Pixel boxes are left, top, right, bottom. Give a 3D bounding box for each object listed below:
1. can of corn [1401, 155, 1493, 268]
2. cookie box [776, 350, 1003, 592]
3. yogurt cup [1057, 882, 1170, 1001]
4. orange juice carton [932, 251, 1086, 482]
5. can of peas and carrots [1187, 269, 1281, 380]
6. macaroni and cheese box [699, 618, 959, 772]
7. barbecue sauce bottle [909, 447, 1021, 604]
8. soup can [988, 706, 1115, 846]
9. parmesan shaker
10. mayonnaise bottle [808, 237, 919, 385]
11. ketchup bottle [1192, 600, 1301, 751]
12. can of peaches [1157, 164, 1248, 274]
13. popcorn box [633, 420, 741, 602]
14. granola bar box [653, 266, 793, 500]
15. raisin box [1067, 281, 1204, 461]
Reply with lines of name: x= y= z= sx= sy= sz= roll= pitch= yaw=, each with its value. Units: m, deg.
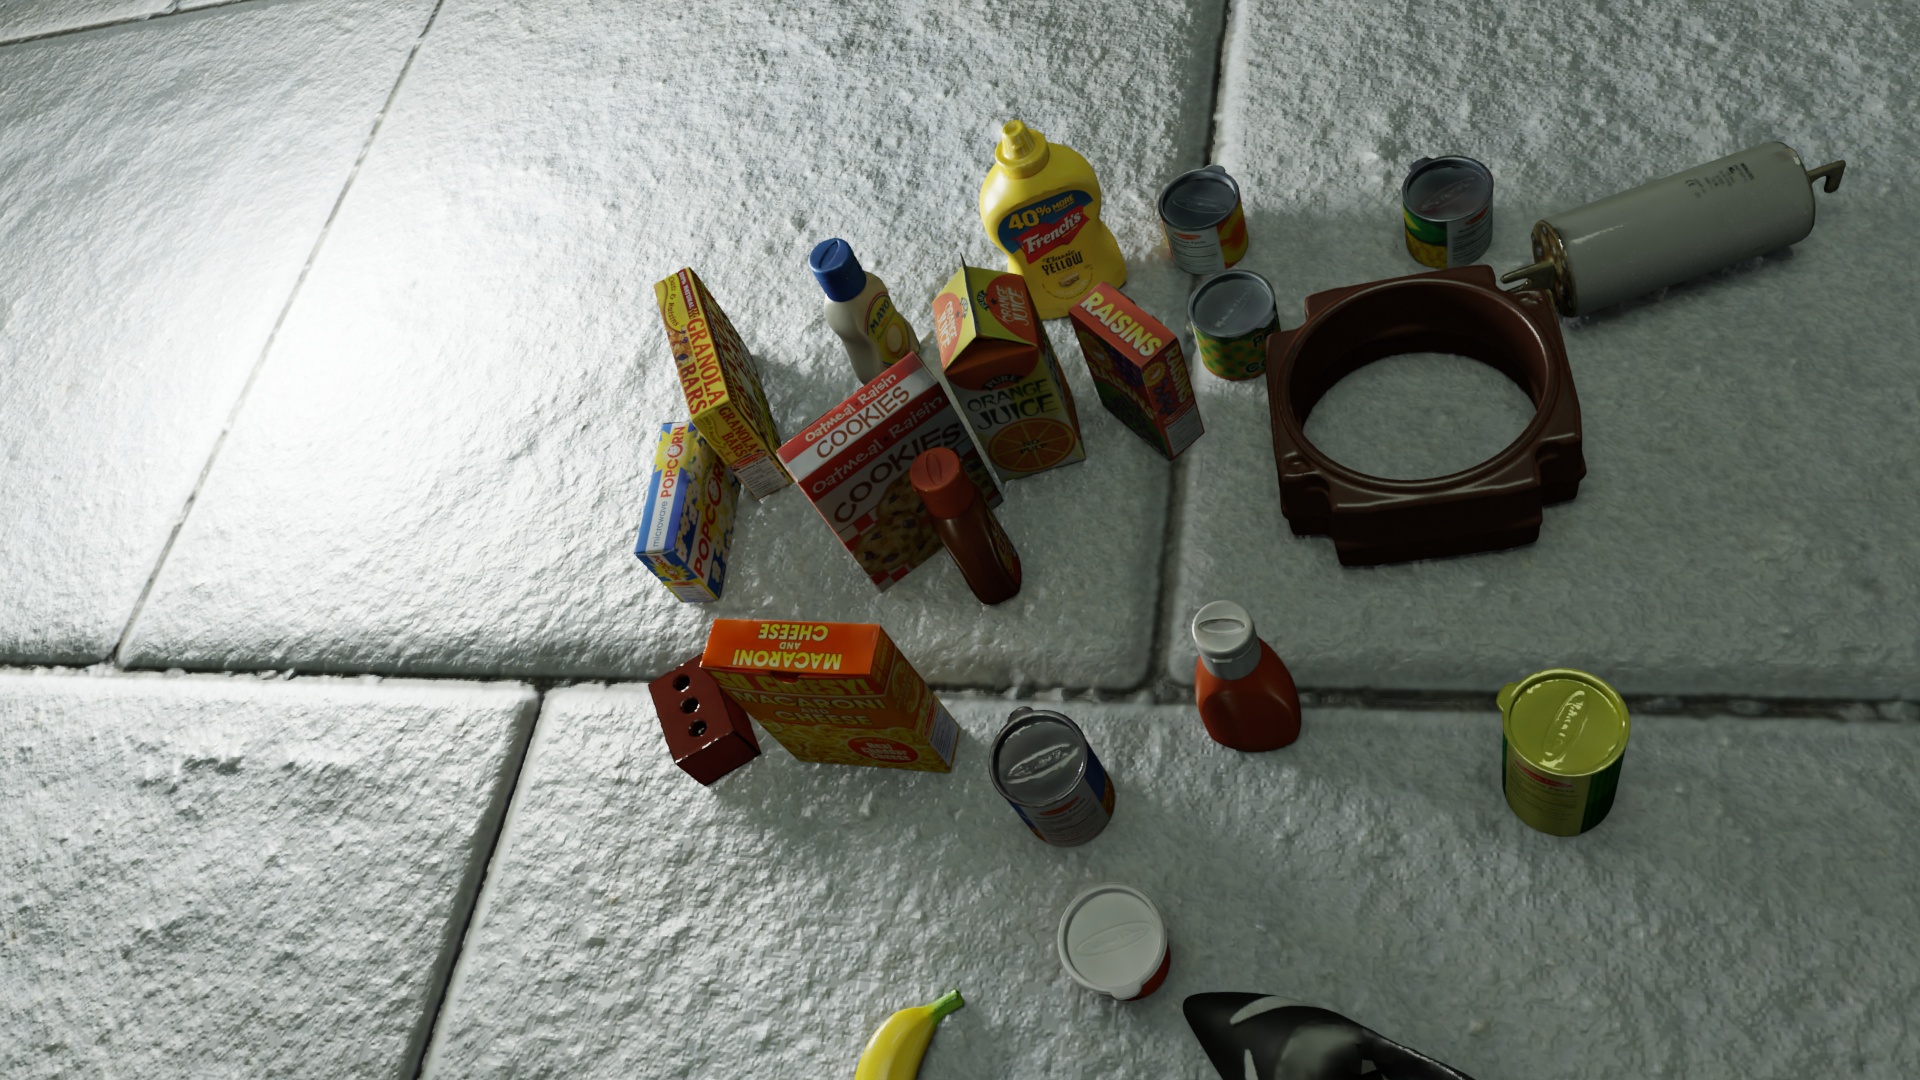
can of corn: x=0.375 y=-0.255 z=1.074 sx=0.071 sy=0.058 sz=0.071 roll=-9 pitch=57 yaw=15
cookie box: x=-0.049 y=-0.048 z=1.036 sx=0.123 sy=0.167 sz=0.040 roll=-37 pitch=55 yaw=-4
yogurt cup: x=0.099 y=0.253 z=0.866 sx=0.072 sy=0.053 sz=0.073 roll=-9 pitch=57 yaw=15
orange juice carton: x=0.033 y=-0.130 z=1.041 sx=0.073 sy=0.192 sz=0.072 roll=-16 pitch=56 yaw=11
can of peas and carrots: x=0.216 y=-0.166 z=1.078 sx=0.071 sy=0.058 sz=0.071 roll=-9 pitch=57 yaw=15
macaroni and cheese box: x=-0.085 y=0.109 z=0.953 sx=0.124 sy=0.166 sz=0.040 roll=0 pitch=61 yaw=21
barbecue sauce bottle: x=0.004 y=-0.013 z=1.007 sx=0.043 sy=0.148 sz=0.065 roll=-21 pitch=55 yaw=8
soup can: x=0.061 y=0.157 z=0.921 sx=0.071 sy=0.083 sz=0.071 roll=-9 pitch=57 yaw=15
parmesan shaker: x=0.353 y=0.125 z=0.821 sx=0.071 sy=0.102 sz=0.071 roll=-9 pitch=57 yaw=15
mayonnaise bottle: x=-0.081 y=-0.187 z=1.145 sx=0.041 sy=0.147 sz=0.065 roll=16 pitch=67 yaw=28
ketchup bottle: x=0.177 y=0.088 z=0.881 sx=0.065 sy=0.148 sz=0.044 roll=-3 pitch=60 yaw=19
can of peaches: x=0.202 y=-0.263 z=1.143 sx=0.071 sy=0.058 sz=0.071 roll=-9 pitch=57 yaw=15
popcorn box: x=-0.220 y=-0.023 z=1.134 sx=0.038 sy=0.085 sz=0.127 roll=-6 pitch=58 yaw=17
granola bar box: x=-0.199 y=-0.132 z=1.170 sx=0.039 sy=0.123 sz=0.166 roll=-26 pitch=55 yaw=4
raisin box: x=0.134 y=-0.126 z=1.044 sx=0.040 sy=0.123 sz=0.086 roll=-40 pitch=55 yaw=-6
